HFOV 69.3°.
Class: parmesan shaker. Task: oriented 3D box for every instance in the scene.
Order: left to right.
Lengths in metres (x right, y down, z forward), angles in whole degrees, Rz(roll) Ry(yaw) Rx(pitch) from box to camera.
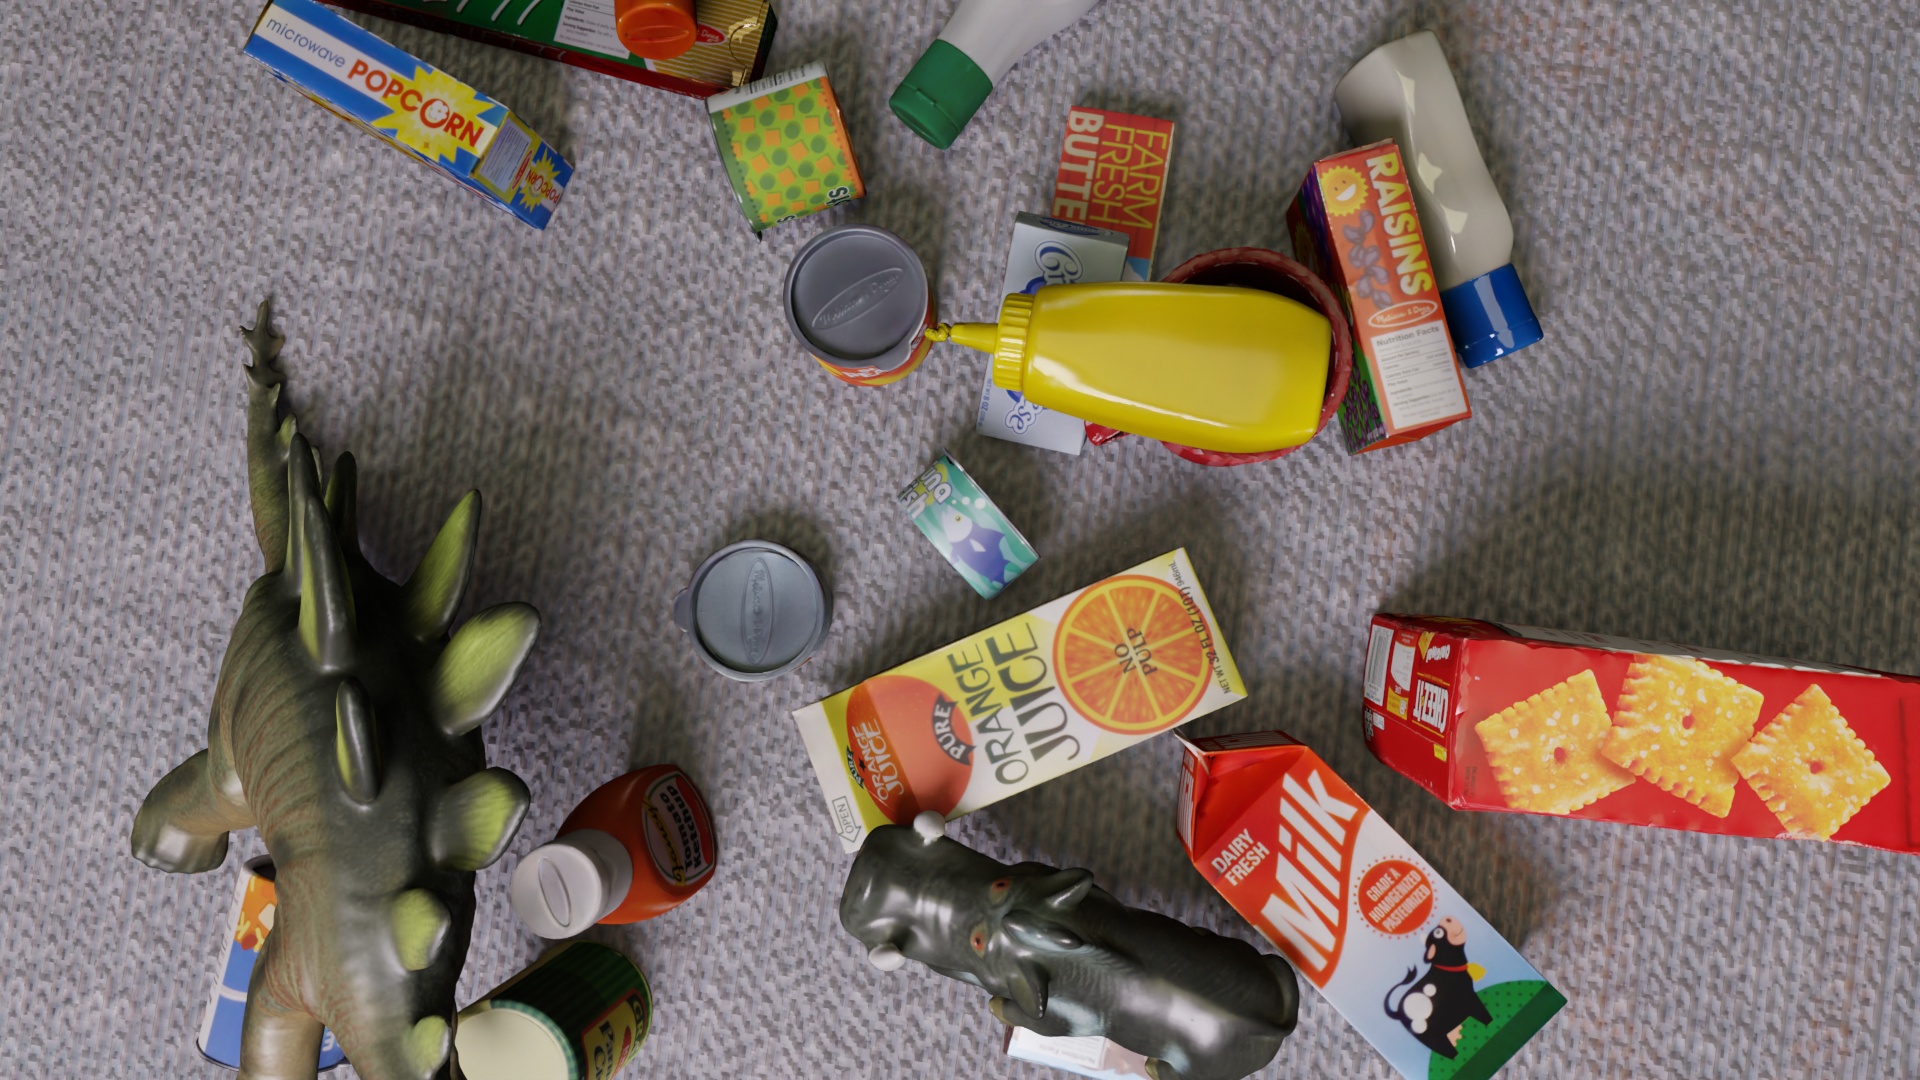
[{"bbox_3d":[-0.186,0.226,0.617,0.071,0.103,0.071,0,87,4],"label":"parmesan shaker"}]

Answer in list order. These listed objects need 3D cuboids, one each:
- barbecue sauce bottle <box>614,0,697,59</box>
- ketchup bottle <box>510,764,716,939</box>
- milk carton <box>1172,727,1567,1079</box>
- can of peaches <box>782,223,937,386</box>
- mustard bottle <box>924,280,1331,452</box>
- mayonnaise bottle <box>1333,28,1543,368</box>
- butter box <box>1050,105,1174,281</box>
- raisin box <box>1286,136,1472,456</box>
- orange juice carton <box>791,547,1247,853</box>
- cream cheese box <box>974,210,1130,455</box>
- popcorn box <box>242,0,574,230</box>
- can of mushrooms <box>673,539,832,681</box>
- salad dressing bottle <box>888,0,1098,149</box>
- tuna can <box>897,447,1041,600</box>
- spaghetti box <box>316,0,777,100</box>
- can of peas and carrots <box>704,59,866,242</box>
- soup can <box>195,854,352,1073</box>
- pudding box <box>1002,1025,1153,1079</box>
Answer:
[{"bbox_3d":[-0.146,-0.296,0.654,0.065,0.043,0.149,-6,67,-6],"label":"barbecue sauce bottle"},{"bbox_3d":[-0.147,0.136,0.597,0.043,0.149,0.065,-21,86,4],"label":"ketchup bottle"},{"bbox_3d":[0.161,0.150,0.614,0.073,0.072,0.190,-45,85,1],"label":"milk carton"},{"bbox_3d":[-0.044,-0.106,0.650,0.071,0.058,0.071,0,87,3],"label":"can of peaches"},{"bbox_3d":[0.065,-0.076,0.563,0.160,0.049,0.065,10,87,5],"label":"mustard bottle"},{"bbox_3d":[0.221,-0.153,0.636,0.041,0.064,0.148,-23,90,-5],"label":"mayonnaise bottle"},{"bbox_3d":[0.068,-0.151,0.663,0.053,0.024,0.103,9,88,4],"label":"butter box"},{"bbox_3d":[0.184,-0.105,0.621,0.040,0.086,0.123,-14,86,5],"label":"raisin box"},{"bbox_3d":[0.023,0.073,0.627,0.193,0.073,0.072,-23,86,3],"label":"orange juice carton"},{"bbox_3d":[0.042,-0.095,0.640,0.053,0.024,0.103,12,116,3],"label":"cream cheese box"},{"bbox_3d":[-0.257,-0.202,0.657,0.127,0.085,0.038,30,89,5],"label":"popcorn box"},{"bbox_3d":[-0.097,0.033,0.658,0.071,0.033,0.071,0,87,4],"label":"can of mushrooms"},{"bbox_3d":[0.024,-0.256,0.663,0.064,0.044,0.147,38,91,3],"label":"salad dressing bottle"},{"bbox_3d":[0.002,-0.008,0.635,0.033,0.071,0.071,-41,85,2],"label":"tuna can"},{"bbox_3d":[-0.216,-0.269,0.686,0.250,0.028,0.050,15,87,4],"label":"spaghetti box"},{"bbox_3d":[-0.081,-0.183,0.655,0.059,0.071,0.071,-18,86,2],"label":"can of peas and carrots"},{"bbox_3d":[-0.306,0.196,0.646,0.071,0.071,0.084,13,87,5],"label":"soup can"},{"bbox_3d":[0.065,0.220,0.637,0.084,0.030,0.049,13,86,5],"label":"pudding box"}]
